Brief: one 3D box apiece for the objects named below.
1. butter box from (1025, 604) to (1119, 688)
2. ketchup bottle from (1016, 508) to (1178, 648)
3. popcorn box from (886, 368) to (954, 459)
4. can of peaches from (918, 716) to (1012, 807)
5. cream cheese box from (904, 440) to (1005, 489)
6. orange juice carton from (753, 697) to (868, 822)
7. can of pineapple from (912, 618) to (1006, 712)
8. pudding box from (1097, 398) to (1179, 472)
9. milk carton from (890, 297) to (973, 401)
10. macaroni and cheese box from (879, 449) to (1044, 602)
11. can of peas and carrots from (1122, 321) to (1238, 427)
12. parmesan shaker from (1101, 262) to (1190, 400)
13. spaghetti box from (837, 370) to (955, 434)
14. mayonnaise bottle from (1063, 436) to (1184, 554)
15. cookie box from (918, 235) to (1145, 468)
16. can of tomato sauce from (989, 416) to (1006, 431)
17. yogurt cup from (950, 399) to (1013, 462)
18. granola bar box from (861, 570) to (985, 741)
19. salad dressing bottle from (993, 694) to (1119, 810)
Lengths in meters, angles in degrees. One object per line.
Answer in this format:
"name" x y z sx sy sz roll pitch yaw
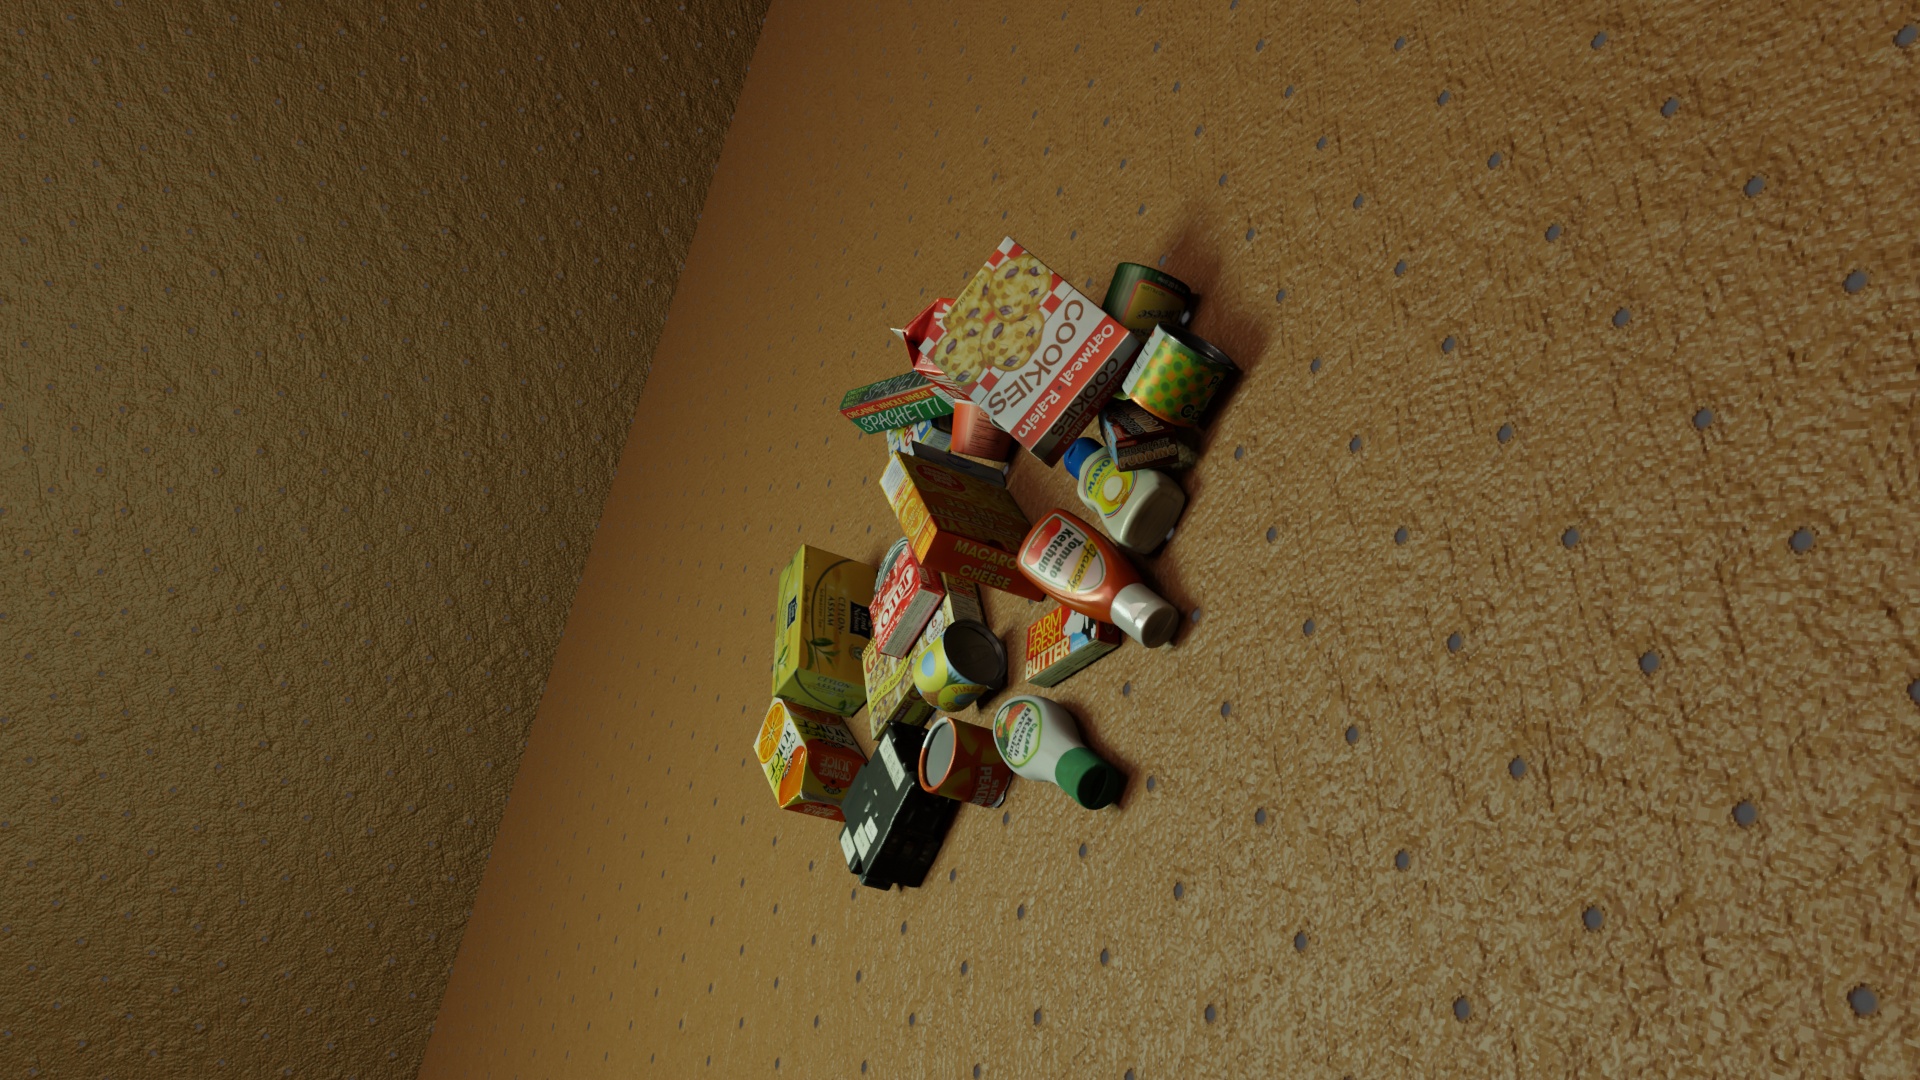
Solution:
"butter box" 0.090 0.078 1.127 0.103 0.024 0.053 -39 38 49
"ketchup bottle" 0.107 0.032 1.065 0.064 0.043 0.149 -54 43 2
"popcorn box" -0.045 -0.128 1.542 0.084 0.038 0.127 -53 29 32
"can of peaches" 0.005 0.190 1.180 0.071 0.058 0.071 -45 34 43
"cream cheese box" -0.014 -0.057 1.347 0.053 0.104 0.024 -56 30 31
"orange juice carton" -0.155 0.234 1.462 0.073 0.072 0.193 -67 24 9
"can of pineapple" -0.001 0.114 1.239 0.057 0.071 0.071 -46 34 43
"pudding box" 0.139 -0.084 1.093 0.084 0.050 0.030 -99 -2 -65
"milk carton" 0.030 -0.165 1.234 0.190 0.072 0.073 13 79 34
"macaroni and cheese box" 0.004 -0.016 1.254 0.040 0.124 0.167 -63 26 18
"can of peas and carrots" 0.169 -0.126 1.070 0.058 0.071 0.071 -61 26 21
"parmesan shaker" 0.141 -0.172 1.151 0.071 0.071 0.103 25 94 66
"spaghetti box" -0.033 -0.154 1.450 0.249 0.050 0.029 -9 52 47
"mayonnaise bottle" 0.126 -0.044 1.121 0.064 0.041 0.148 -58 27 11
"cookie box" 0.058 -0.156 1.138 0.122 0.040 0.168 -50 52 9
"can of tomato sauce" 0.069 -0.144 1.288 0.071 0.071 0.083 -12 62 62
"yogurt cup" 0.022 -0.108 1.360 0.072 0.072 0.054 21 99 66
"granola bar box" -0.038 0.102 1.356 0.164 0.039 0.125 -56 28 29
"salad dressing bottle" 0.073 0.164 1.073 0.064 0.044 0.148 -68 25 3
